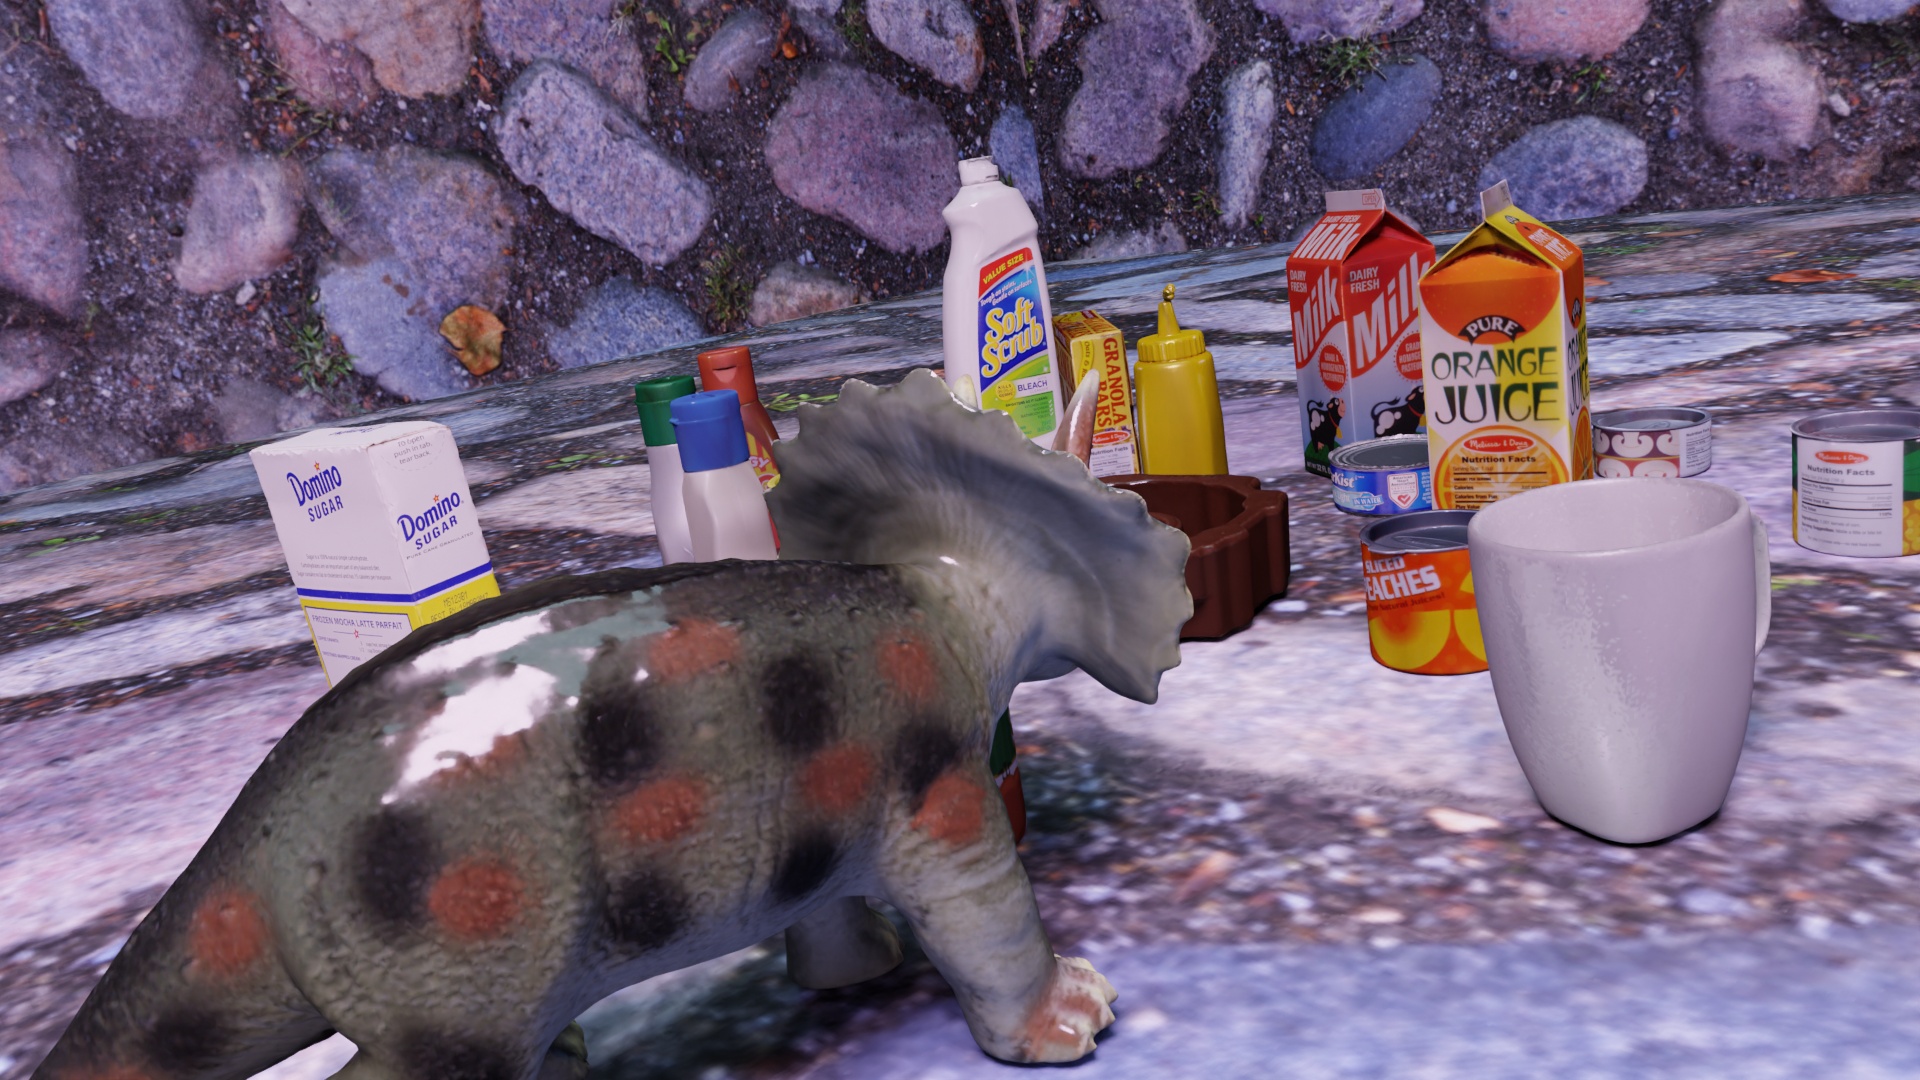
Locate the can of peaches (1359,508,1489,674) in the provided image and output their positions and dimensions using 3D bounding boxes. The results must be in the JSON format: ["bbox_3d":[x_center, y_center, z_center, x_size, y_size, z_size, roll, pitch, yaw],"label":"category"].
[{"bbox_3d":[0.212,0.022,0.616,0.071,0.058,0.071,-9,14,2],"label":"can of peaches"}]

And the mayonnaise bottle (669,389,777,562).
[{"bbox_3d":[-0.124,-0.006,0.749,0.041,0.147,0.065,-16,15,-25],"label":"mayonnaise bottle"}]

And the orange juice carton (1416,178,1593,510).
[{"bbox_3d":[0.289,-0.091,0.736,0.073,0.192,0.072,0,17,33],"label":"orange juice carton"}]

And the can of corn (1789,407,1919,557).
[{"bbox_3d":[0.442,-0.029,0.673,0.071,0.058,0.071,-9,14,2],"label":"can of corn"}]

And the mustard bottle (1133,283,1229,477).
[{"bbox_3d":[0.131,-0.074,0.831,0.049,0.159,0.065,-4,15,20],"label":"mustard bottle"}]

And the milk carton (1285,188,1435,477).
[{"bbox_3d":[0.273,-0.140,0.936,0.073,0.190,0.072,-13,14,-14],"label":"milk carton"}]

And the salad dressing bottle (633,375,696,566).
[{"bbox_3d":[-0.169,-0.027,0.859,0.044,0.147,0.064,-8,14,3],"label":"salad dressing bottle"}]

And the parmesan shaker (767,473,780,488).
[{"bbox_3d":[-0.057,0.014,0.723,0.071,0.102,0.071,-9,14,2],"label":"parmesan shaker"}]

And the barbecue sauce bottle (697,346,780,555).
[{"bbox_3d":[-0.153,-0.060,0.975,0.065,0.148,0.044,-10,14,-5],"label":"barbecue sauce bottle"}]

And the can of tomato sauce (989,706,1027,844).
[{"bbox_3d":[-0.012,0.072,0.513,0.071,0.083,0.071,-9,14,2],"label":"can of tomato sauce"}]

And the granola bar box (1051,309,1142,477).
[{"bbox_3d":[0.099,-0.099,1.017,0.039,0.124,0.166,-9,14,1],"label":"granola bar box"}]

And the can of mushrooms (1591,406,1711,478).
[{"bbox_3d":[0.422,-0.060,0.854,0.071,0.033,0.071,-8,14,2],"label":"can of mushrooms"}]
